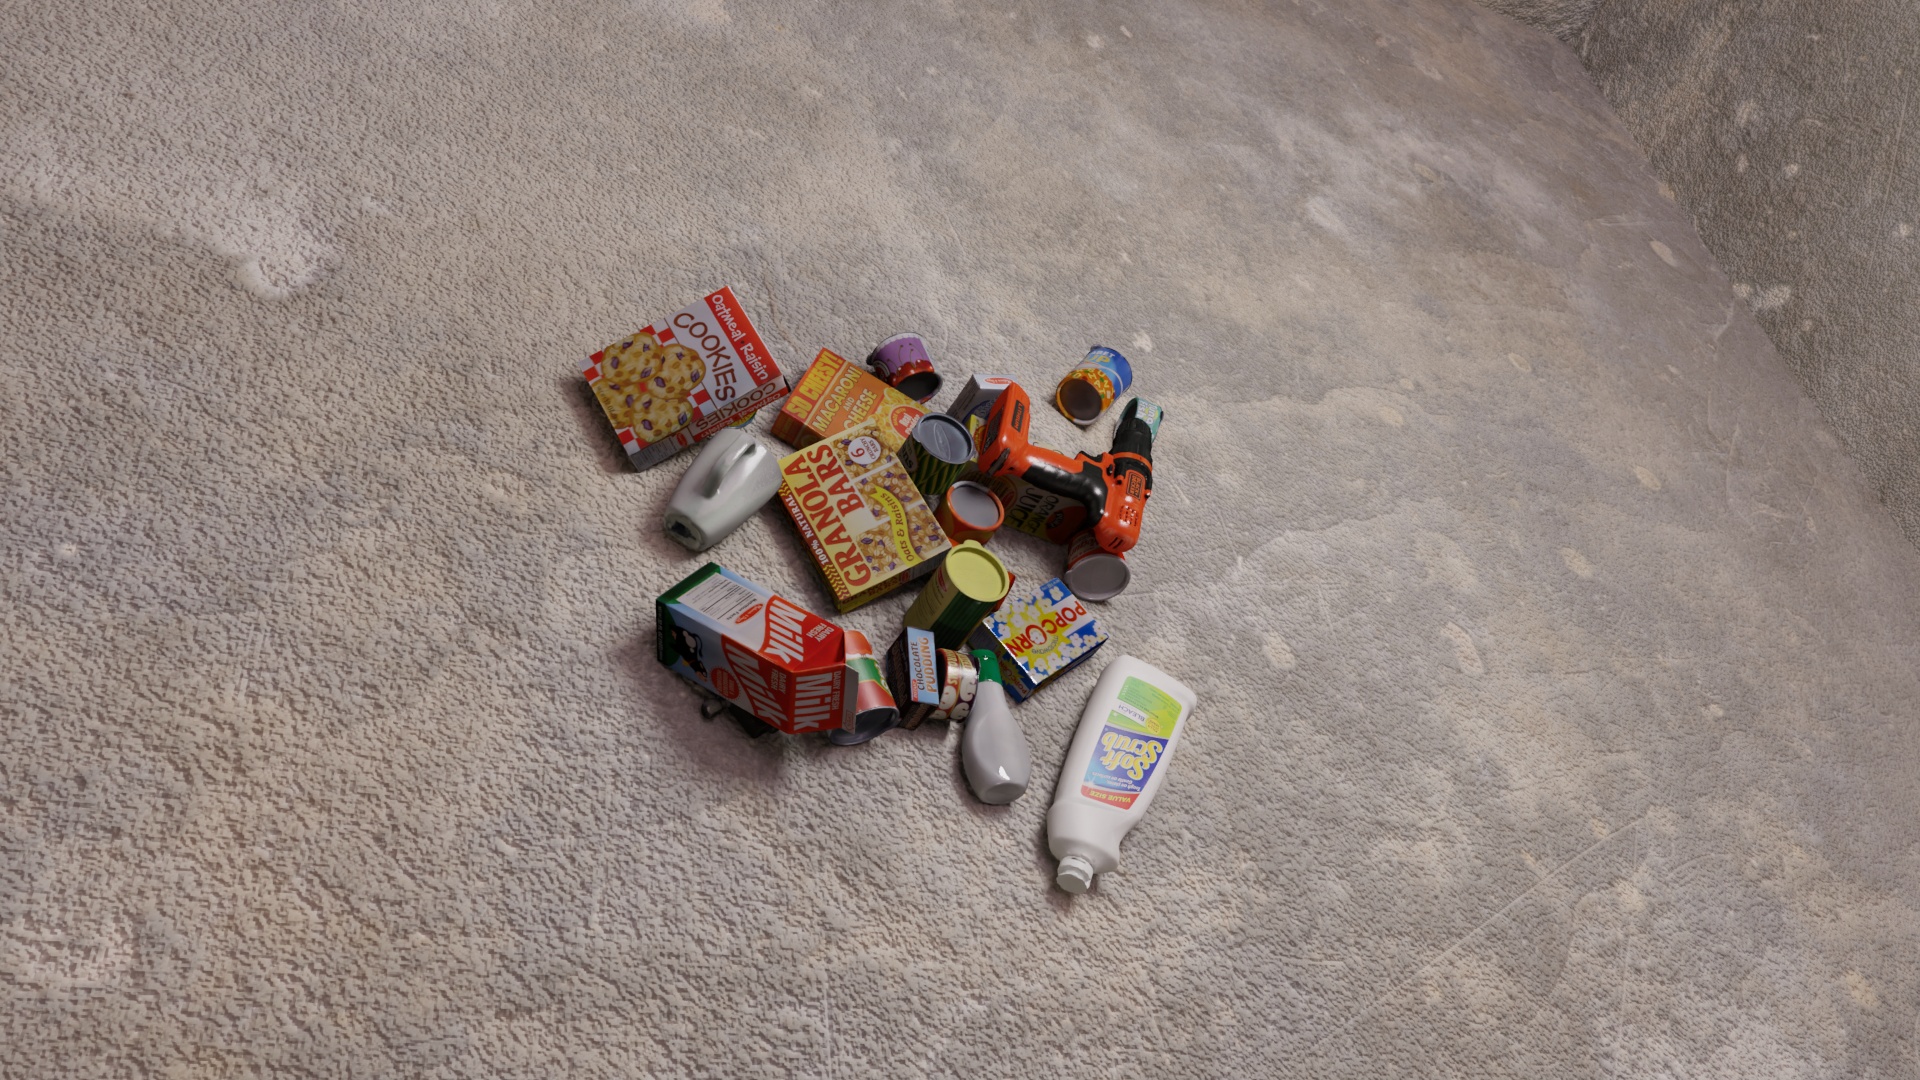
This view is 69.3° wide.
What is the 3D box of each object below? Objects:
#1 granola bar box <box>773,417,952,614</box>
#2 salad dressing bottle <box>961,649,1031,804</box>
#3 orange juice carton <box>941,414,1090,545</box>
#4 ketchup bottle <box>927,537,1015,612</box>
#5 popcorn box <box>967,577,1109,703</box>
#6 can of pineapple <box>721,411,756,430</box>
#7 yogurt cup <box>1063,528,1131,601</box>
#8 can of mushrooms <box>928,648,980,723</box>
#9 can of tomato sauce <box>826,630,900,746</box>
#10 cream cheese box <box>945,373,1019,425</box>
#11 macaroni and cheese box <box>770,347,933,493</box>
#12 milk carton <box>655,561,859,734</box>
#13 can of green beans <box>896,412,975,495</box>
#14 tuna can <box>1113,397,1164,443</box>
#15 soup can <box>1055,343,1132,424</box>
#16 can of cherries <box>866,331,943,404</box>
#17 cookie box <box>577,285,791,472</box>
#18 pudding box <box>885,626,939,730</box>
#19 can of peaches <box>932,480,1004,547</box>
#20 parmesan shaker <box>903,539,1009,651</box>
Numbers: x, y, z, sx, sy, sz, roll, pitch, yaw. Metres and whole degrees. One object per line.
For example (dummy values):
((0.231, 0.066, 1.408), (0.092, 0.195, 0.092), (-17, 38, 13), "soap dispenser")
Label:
((-0.101, -0.025, 1.365), (0.124, 0.039, 0.166), (-26, 67, -15), "granola bar box")
((0.028, 0.172, 1.303), (0.064, 0.043, 0.148), (13, 47, -26), "salad dressing bottle")
((0.081, -0.058, 1.513), (0.193, 0.072, 0.072), (20, 45, -16), "orange juice carton")
((-0.018, 0.018, 1.399), (0.149, 0.064, 0.043), (30, 84, 5), "ketchup bottle")
((0.080, 0.099, 1.401), (0.127, 0.038, 0.085), (-27, 70, -43), "popcorn box")
((-0.232, -0.156, 1.419), (0.071, 0.057, 0.071), (17, 47, -19), "can of pineapple")
((0.145, 0.023, 1.490), (0.072, 0.072, 0.054), (16, 38, -19), "yogurt cup")
((-0.010, 0.133, 1.294), (0.033, 0.070, 0.071), (13, 48, -20), "can of mushrooms")
((-0.098, 0.132, 1.244), (0.071, 0.070, 0.083), (-4, 55, -34), "can of tomato sauce")
((0.018, -0.145, 1.527), (0.053, 0.103, 0.024), (-1, 58, -31), "cream cheese box")
((-0.103, -0.118, 1.478), (0.166, 0.040, 0.124), (31, 44, -5), "macaroni and cheese box")
((-0.164, 0.098, 1.182), (0.191, 0.072, 0.074), (24, 39, 24), "milk carton")
((-0.027, -0.089, 1.427), (0.071, 0.057, 0.071), (17, 48, -20), "can of green beans")
((0.213, -0.137, 1.663), (0.033, 0.070, 0.071), (21, 45, -13), "tuna can")
((0.160, -0.189, 1.677), (0.071, 0.071, 0.084), (39, 44, 4), "soup can")
((-0.062, -0.188, 1.547), (0.072, 0.071, 0.058), (-5, 57, -34), "can of cherries")
((-0.269, -0.159, 1.355), (0.168, 0.040, 0.123), (-29, 67, -9), "cookie box")
((-0.045, 0.128, 1.292), (0.030, 0.049, 0.084), (14, 48, -23), "pudding box")
((0.005, -0.018, 1.443), (0.071, 0.057, 0.071), (17, 46, -18), "can of peaches")
((-0.005, 0.057, 1.339), (0.071, 0.102, 0.072), (17, 47, -19), "parmesan shaker")
